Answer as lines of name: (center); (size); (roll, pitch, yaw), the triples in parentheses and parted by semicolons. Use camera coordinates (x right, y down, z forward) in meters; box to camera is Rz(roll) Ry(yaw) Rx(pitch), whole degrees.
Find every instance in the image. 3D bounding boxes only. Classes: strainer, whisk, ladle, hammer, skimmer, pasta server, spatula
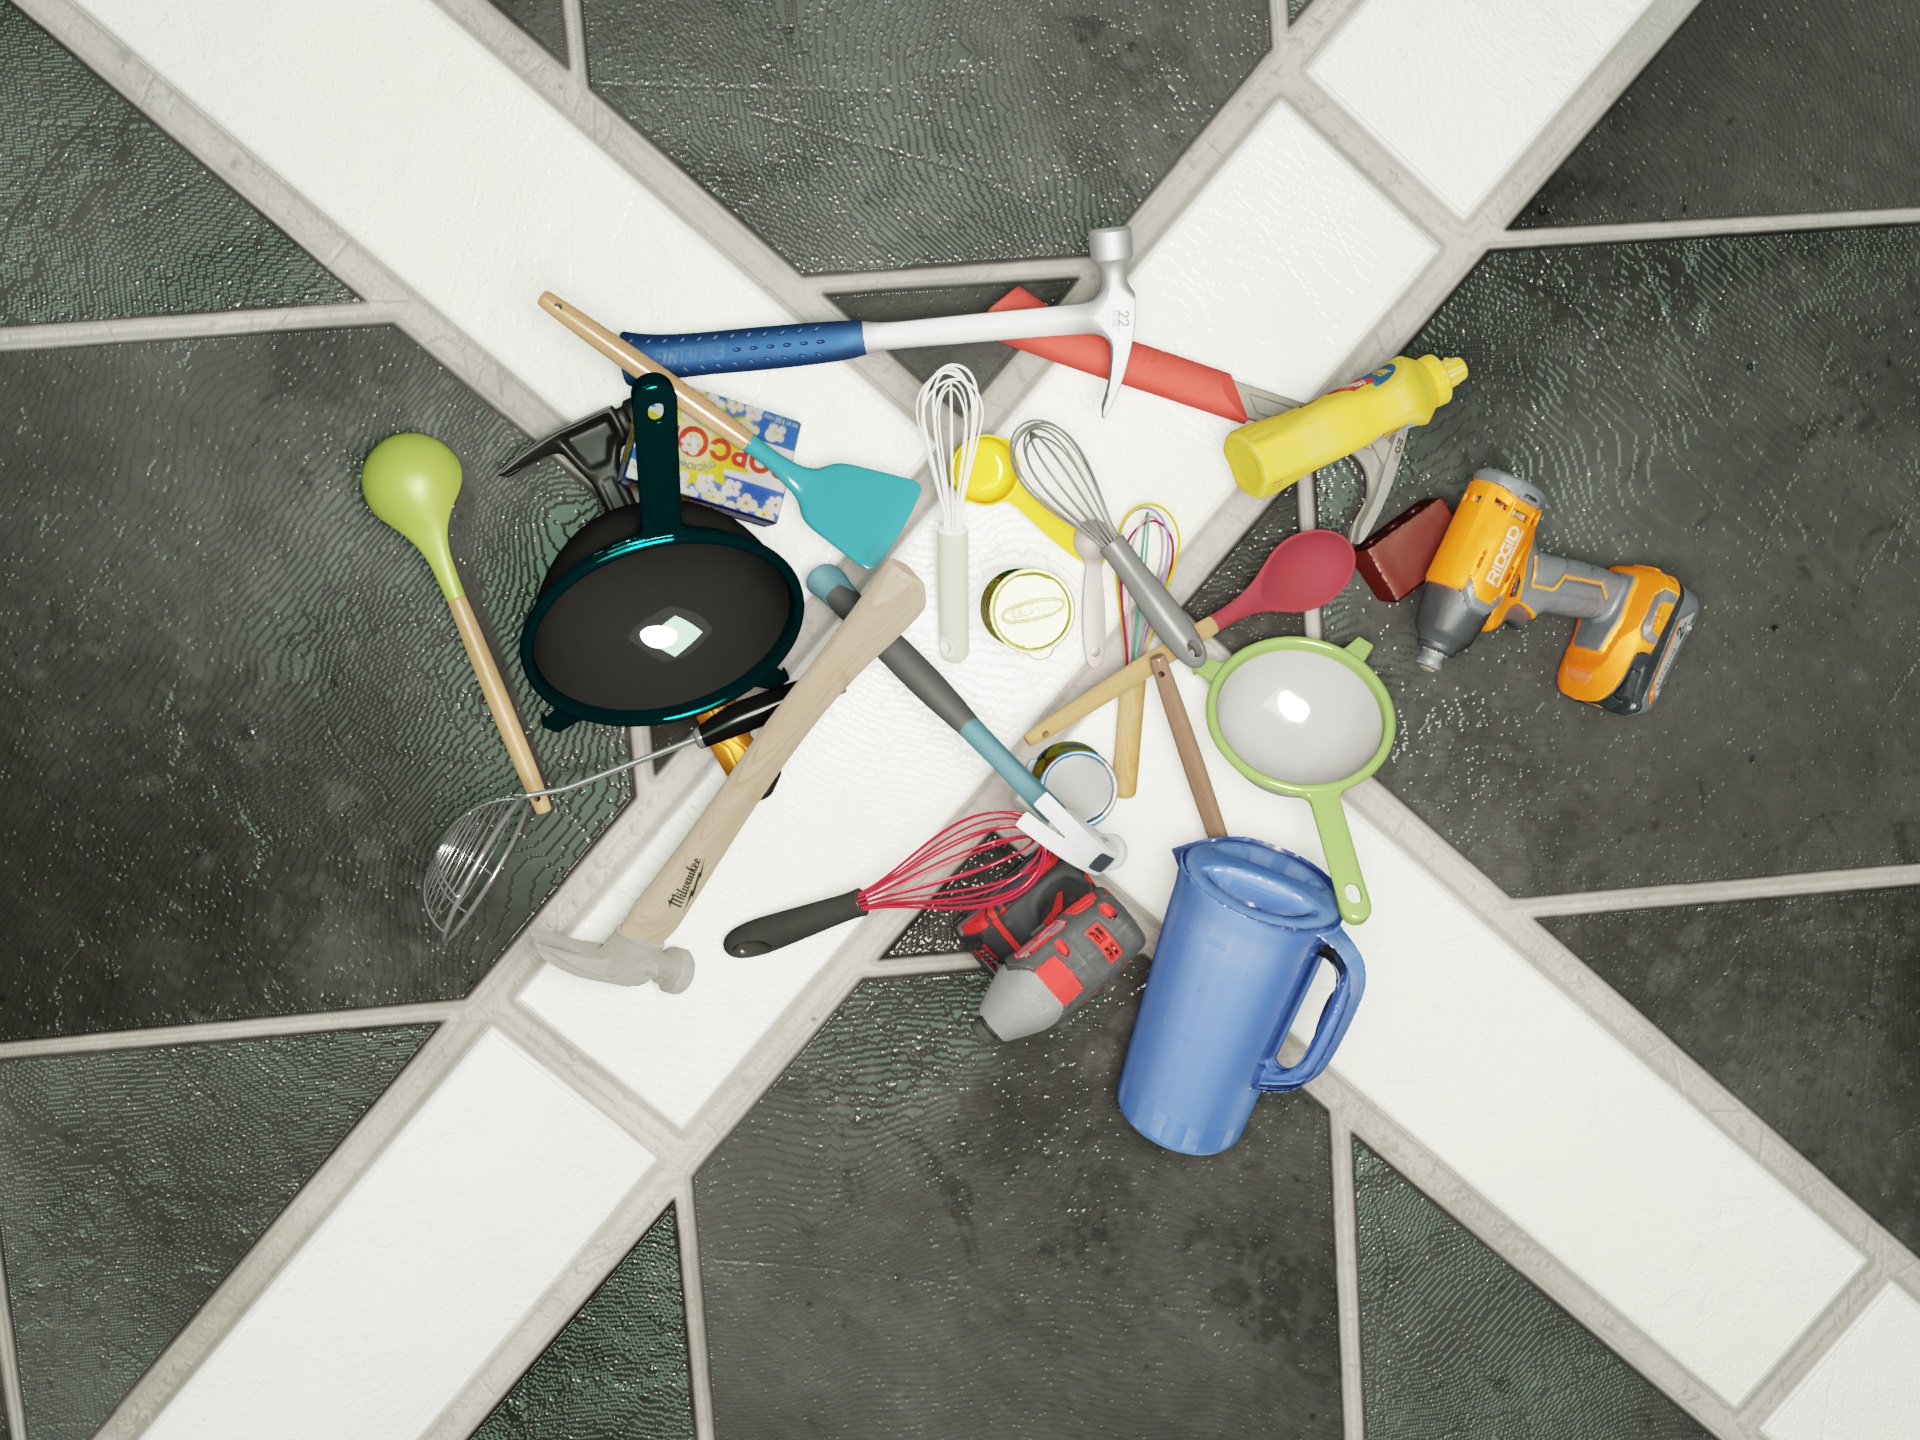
strainer: (-0.223, -0.134, 1.143); (0.211, 0.340, 0.095); (-12, 54, -17)
whisk: (-0.061, 0.141, 1.278); (0.296, 0.073, 0.073); (-20, 97, 16)
whisk: (-0.006, -0.159, 1.259); (0.059, 0.058, 0.246); (-23, 123, -38)
ladle: (0.185, -0.064, 1.290); (0.315, 0.031, 0.069); (-31, 114, -10)
hammer: (0.188, -0.264, 1.296); (0.359, 0.037, 0.149); (16, 94, -6)
ladle: (-0.392, -0.075, 1.275); (0.078, 0.062, 0.320); (-20, 103, -3)
skimmer: (-0.250, 0.063, 1.244); (0.363, 0.127, 0.090); (-22, 93, -4)
whisk: (0.148, -0.056, 1.310); (0.047, 0.051, 0.245); (2, 98, -10)
pasta server: (0.209, 0.092, 1.304); (0.060, 0.040, 0.316); (-16, 109, 16)
whisk: (0.118, -0.138, 1.258); (0.055, 0.055, 0.239); (-37, 90, 0)
strainer: (0.281, 0.054, 1.273); (0.151, 0.069, 0.257); (-7, 59, -3)
hammer: (-0.064, -0.296, 1.250); (0.405, 0.035, 0.144); (-4, 107, 4)
hammer: (-0.002, -0.004, 1.243); (0.331, 0.128, 0.033); (45, 99, 16)
hammer: (-0.241, -0.083, 1.282); (0.127, 0.034, 0.337); (-26, 97, -2)
spatula: (-0.180, -0.231, 1.213); (0.317, 0.044, 0.082); (33, 78, -17)
hammer: (-0.168, 0.043, 1.220); (0.146, 0.038, 0.410); (24, 109, -44)

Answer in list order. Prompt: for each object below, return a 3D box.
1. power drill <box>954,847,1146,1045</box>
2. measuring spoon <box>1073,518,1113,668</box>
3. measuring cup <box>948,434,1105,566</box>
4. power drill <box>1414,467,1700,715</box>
power drill: (0.061, 0.177, 1.235); (0.143, 0.220, 0.078); (-41, 97, 0)
measuring spoon: (0.112, -0.103, 1.309); (0.034, 0.018, 0.124); (-5, 101, -16)
measuring cup: (0.056, -0.175, 1.305); (0.156, 0.029, 0.062); (36, 90, -18)
power drill: (0.470, -0.085, 1.284); (0.226, 0.084, 0.164); (23, 93, -22)
